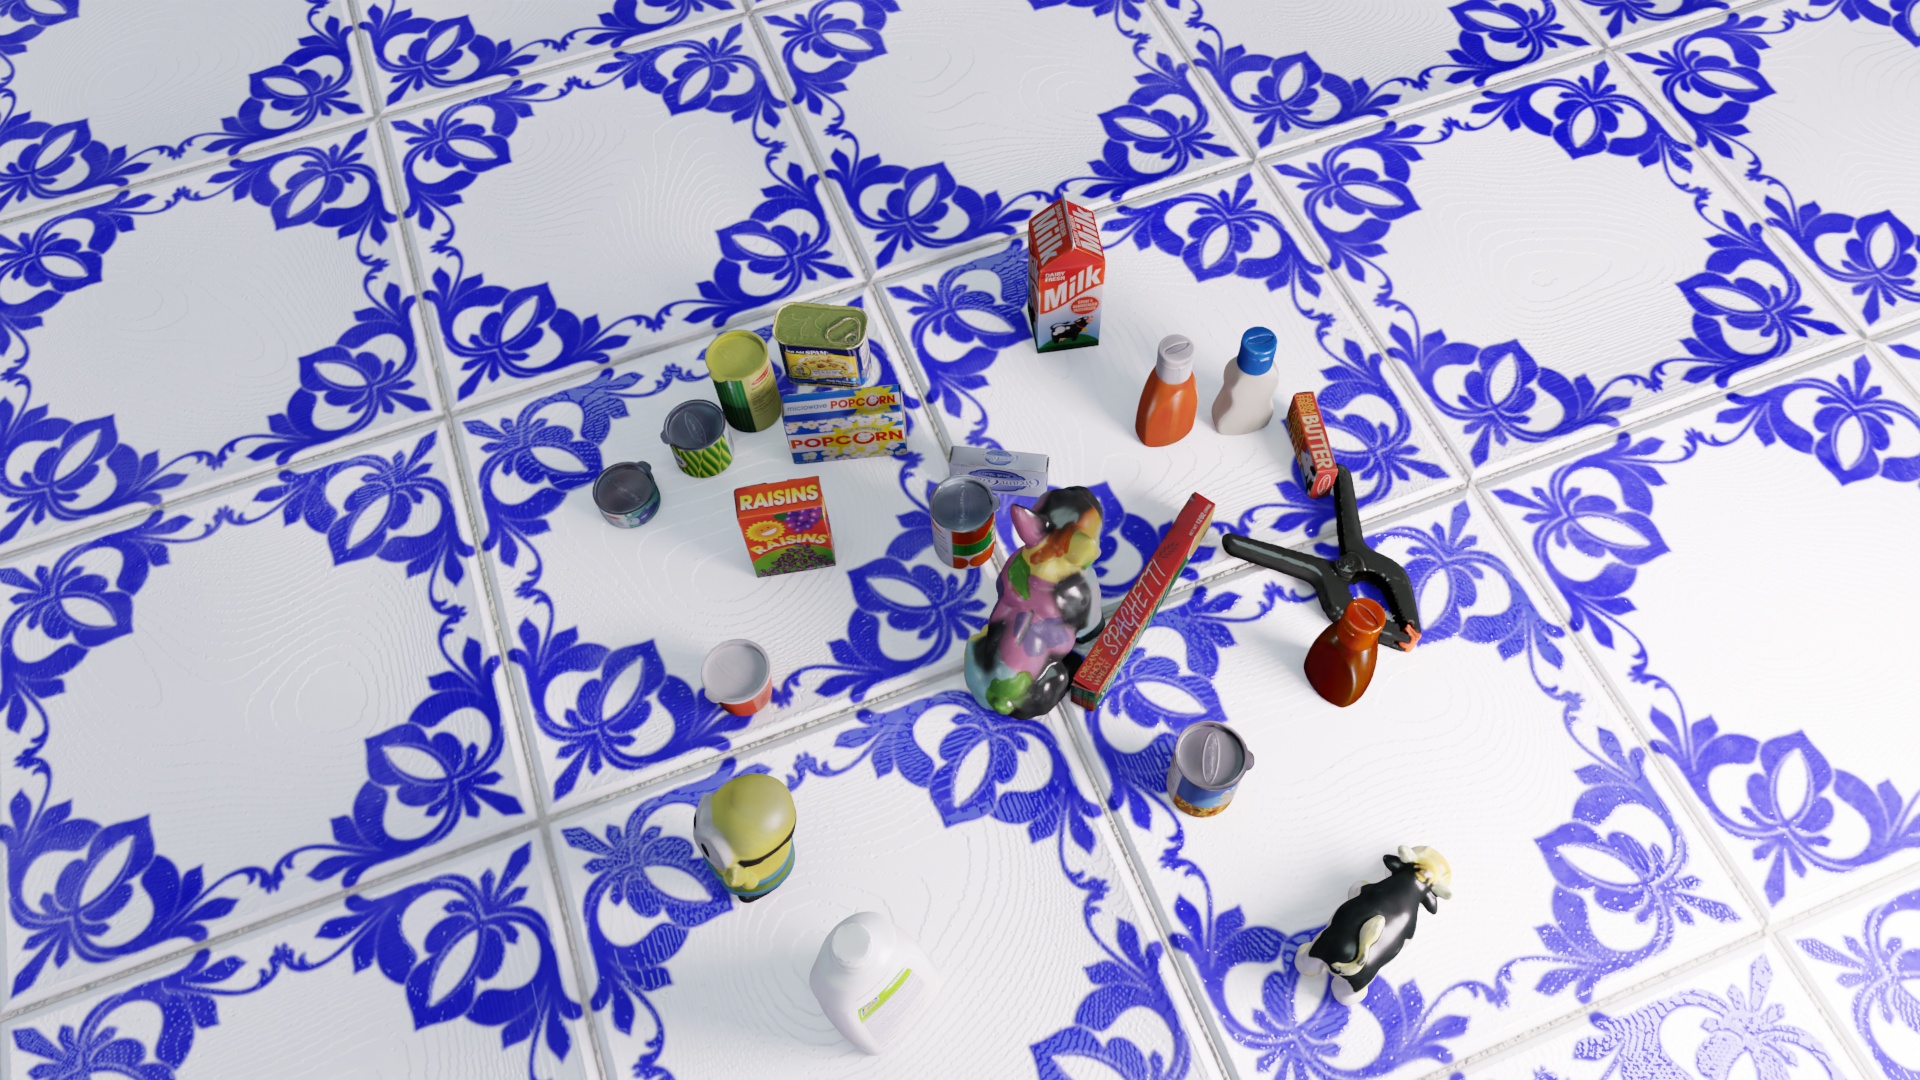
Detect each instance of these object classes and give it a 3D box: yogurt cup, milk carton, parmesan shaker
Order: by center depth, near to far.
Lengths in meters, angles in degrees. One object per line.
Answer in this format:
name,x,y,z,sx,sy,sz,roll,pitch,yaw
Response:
yogurt cup,-0.215,0.137,1.354,0.072,0.053,0.073,-1,61,2
parmesan shaker,-0.235,-0.169,1.499,0.071,0.102,0.071,-1,61,2
milk carton,0.113,-0.289,1.504,0.073,0.189,0.072,-8,61,-2

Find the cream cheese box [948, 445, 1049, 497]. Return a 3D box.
cream cheese box,0.041,-0.072,1.463,0.104,0.053,0.024,6,61,5

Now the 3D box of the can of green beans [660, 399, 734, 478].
can of green beans,-0.280,-0.109,1.493,0.071,0.057,0.071,-1,61,2

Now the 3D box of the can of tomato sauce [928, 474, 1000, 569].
can of tomato sauce,0.005,-0.018,1.416,0.071,0.082,0.071,-1,61,2

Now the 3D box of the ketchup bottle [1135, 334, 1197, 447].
ketchup bottle,0.219,-0.156,1.449,0.065,0.148,0.044,-22,62,-10

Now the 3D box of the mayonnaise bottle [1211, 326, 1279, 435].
mayonnaise bottle,0.302,-0.166,1.452,0.065,0.147,0.041,-12,61,-4

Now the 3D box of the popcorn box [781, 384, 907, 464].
popcorn box,-0.122,-0.123,1.479,0.127,0.085,0.038,-6,61,-1

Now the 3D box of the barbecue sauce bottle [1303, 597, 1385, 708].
barbecue sauce bottle,0.362,0.102,1.298,0.044,0.148,0.065,-33,65,-15

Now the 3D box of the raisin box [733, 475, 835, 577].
raisin box,-0.174,-0.013,1.397,0.086,0.122,0.040,-9,61,-3

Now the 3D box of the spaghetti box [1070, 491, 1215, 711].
spaghetti box,0.183,0.060,1.385,0.029,0.050,0.251,28,65,17

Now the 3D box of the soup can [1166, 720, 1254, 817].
soup can,0.229,0.212,1.278,0.071,0.083,0.071,-1,61,2

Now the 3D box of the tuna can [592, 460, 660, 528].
tuna can,-0.353,-0.050,1.476,0.071,0.032,0.071,-1,61,2

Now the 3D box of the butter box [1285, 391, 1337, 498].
butter box,0.370,-0.102,1.468,0.024,0.053,0.104,-7,61,-2
